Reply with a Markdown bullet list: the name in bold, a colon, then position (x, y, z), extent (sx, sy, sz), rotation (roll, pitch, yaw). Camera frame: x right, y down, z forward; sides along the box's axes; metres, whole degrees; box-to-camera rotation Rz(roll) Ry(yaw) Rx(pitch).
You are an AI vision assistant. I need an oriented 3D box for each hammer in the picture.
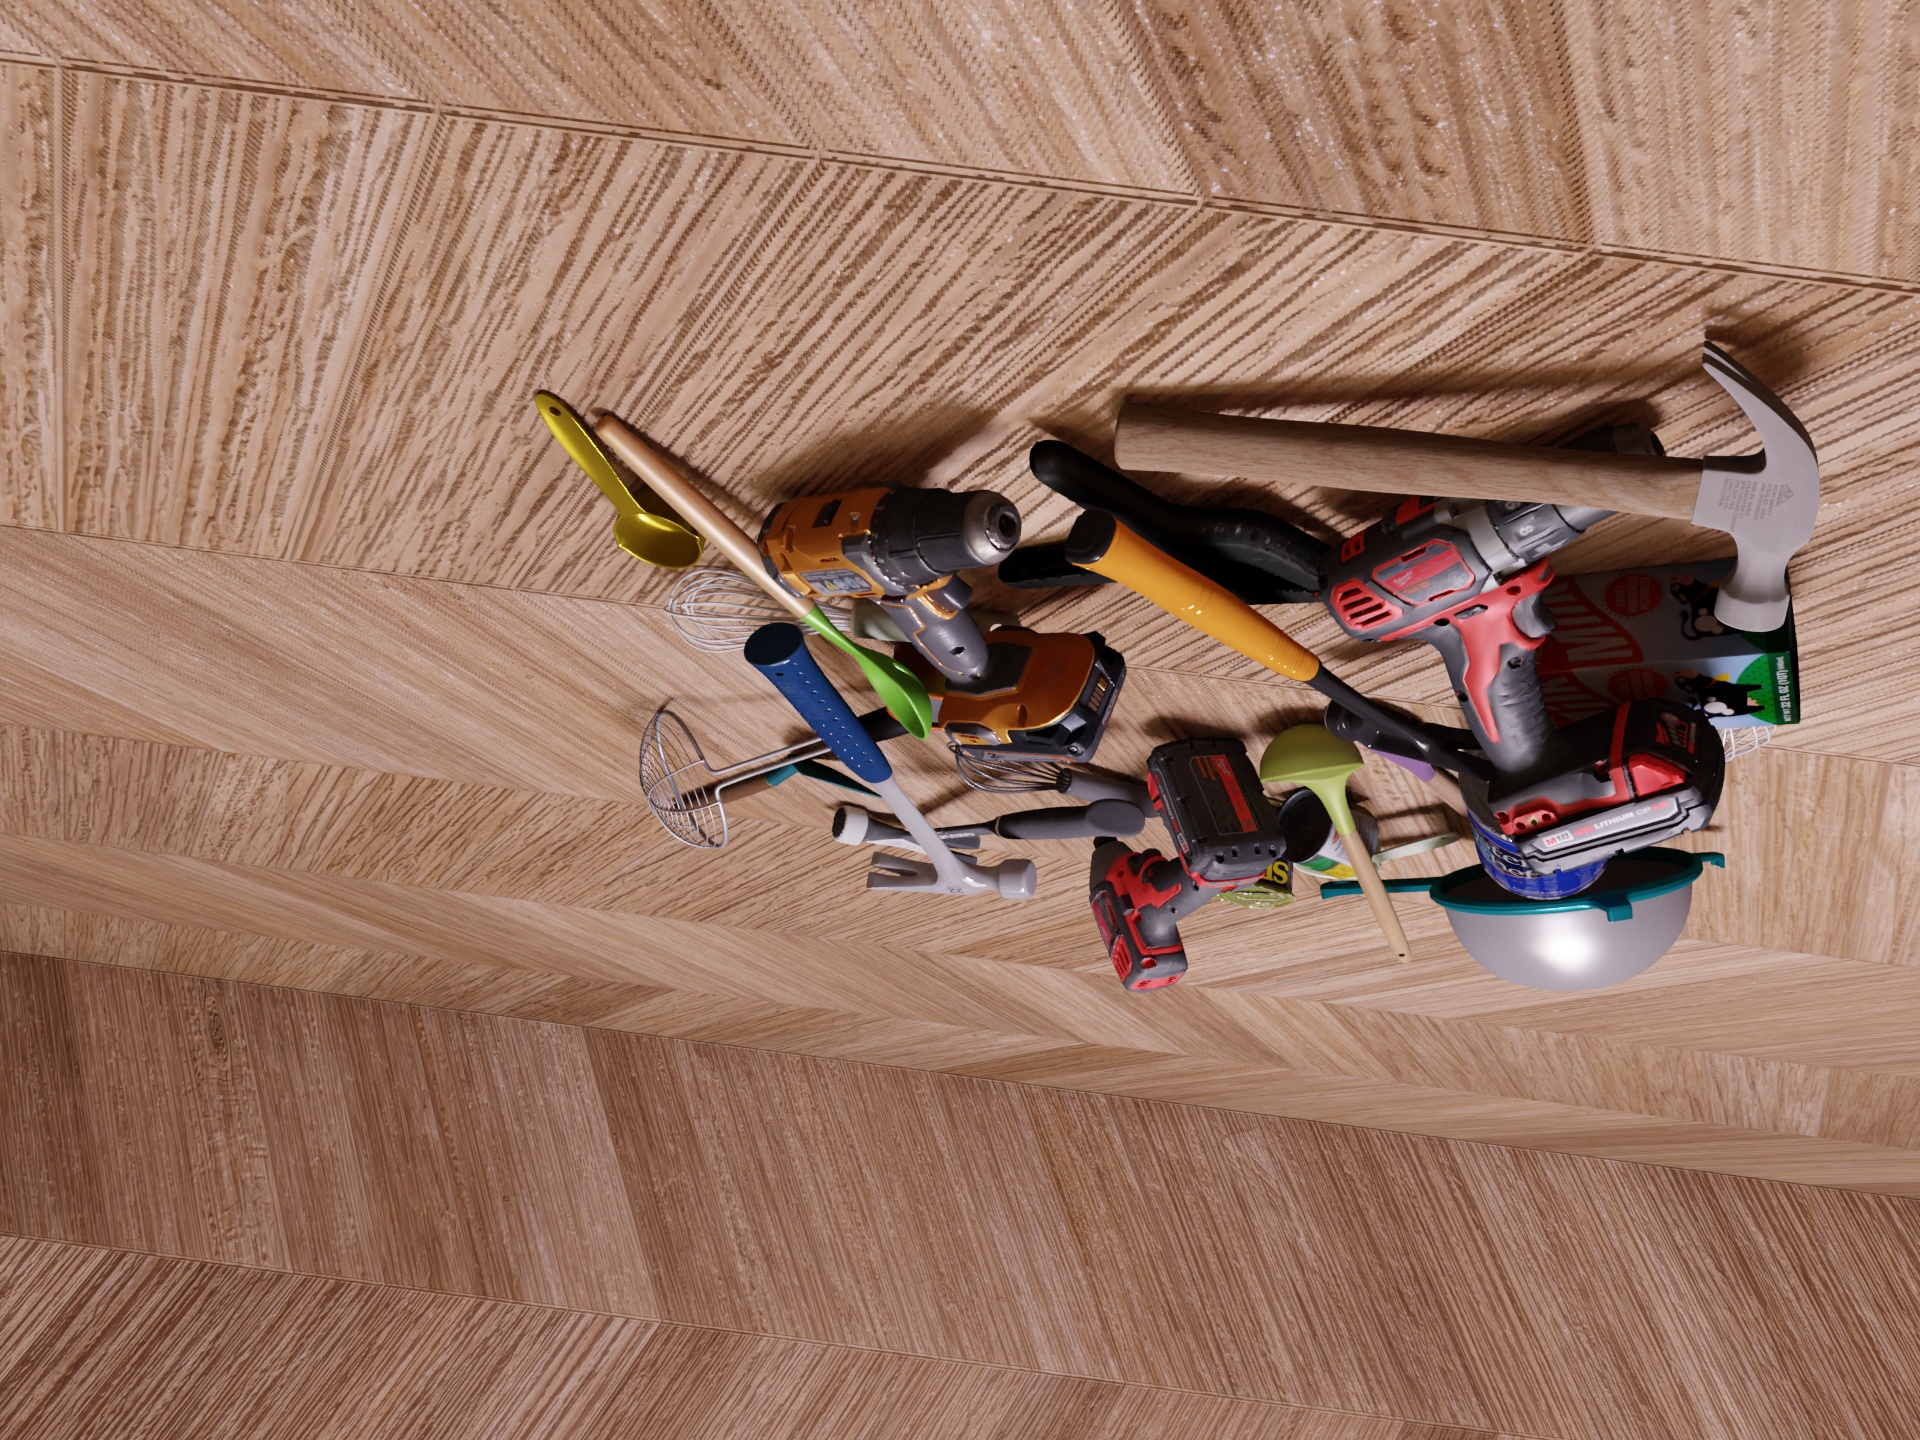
- **hammer**: position (0.034, 0.097, 1.395), extent (0.149, 0.036, 0.409), rotation (16, 167, -26)
- **hammer**: position (-0.066, 0.046, 1.207), extent (0.144, 0.035, 0.405), rotation (-1, 151, 20)
- **hammer**: position (0.238, -0.127, 0.780), extent (0.331, 0.031, 0.130), rotation (9, 123, 18)
- **hammer**: position (0.187, -0.041, 0.936), extent (0.336, 0.034, 0.127), rotation (25, 177, -39)

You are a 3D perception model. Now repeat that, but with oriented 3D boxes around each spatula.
- **spatula**: position (0.383, 0.050, 1.261), extent (0.060, 0.018, 0.315), rotation (-2, 157, 40)
- **spatula**: position (-0.190, 0.068, 1.468), extent (0.082, 0.044, 0.317), rotation (18, 158, -34)

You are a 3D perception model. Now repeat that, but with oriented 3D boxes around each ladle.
- **ladle**: position (0.317, 0.112, 1.276), extent (0.078, 0.062, 0.319), rotation (-11, 134, 25)

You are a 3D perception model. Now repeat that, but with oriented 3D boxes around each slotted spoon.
- **slotted spoon**: position (-0.113, -0.085, 0.999), extent (0.313, 0.031, 0.070), rotation (43, 174, -37)

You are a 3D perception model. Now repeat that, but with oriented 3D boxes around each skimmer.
- **skimmer**: position (-0.118, 0.016, 1.292), extent (0.363, 0.127, 0.090), rotation (-18, -173, 26)

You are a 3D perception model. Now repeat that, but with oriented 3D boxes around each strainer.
- **strainer**: position (0.456, 0.175, 1.349), extent (0.211, 0.095, 0.340), rotation (-12, -178, -42)

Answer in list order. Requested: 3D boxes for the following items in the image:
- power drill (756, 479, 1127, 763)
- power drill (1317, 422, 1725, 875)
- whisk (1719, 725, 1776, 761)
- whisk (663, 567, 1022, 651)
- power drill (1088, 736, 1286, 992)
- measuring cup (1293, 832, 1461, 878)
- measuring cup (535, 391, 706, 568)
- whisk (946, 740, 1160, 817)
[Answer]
- **power drill**: position (0.009, -0.062, 0.959), extent (0.185, 0.084, 0.226), rotation (-1, 147, 46)
- **power drill**: position (0.326, -0.040, 0.857), extent (0.188, 0.080, 0.226), rotation (-27, 107, 39)
- **whisk**: position (0.517, 0.020, 1.098), extent (0.070, 0.070, 0.284), rotation (0, 163, 20)
- **whisk**: position (-0.080, -0.069, 1.088), extent (0.246, 0.057, 0.059), rotation (4, -167, 0)
- **power drill**: position (0.168, 0.113, 1.293), extent (0.078, 0.143, 0.219), rotation (-4, 146, -23)
- **measuring cup**: position (0.362, 0.102, 1.379), extent (0.083, 0.038, 0.167), rotation (22, 153, -32)
- **measuring cup**: position (-0.204, -0.149, 0.956), extent (0.062, 0.029, 0.156), rotation (-2, 145, 26)
- **whisk**: position (0.090, 0.049, 1.330), extent (0.238, 0.055, 0.055), rotation (16, 158, -32)
